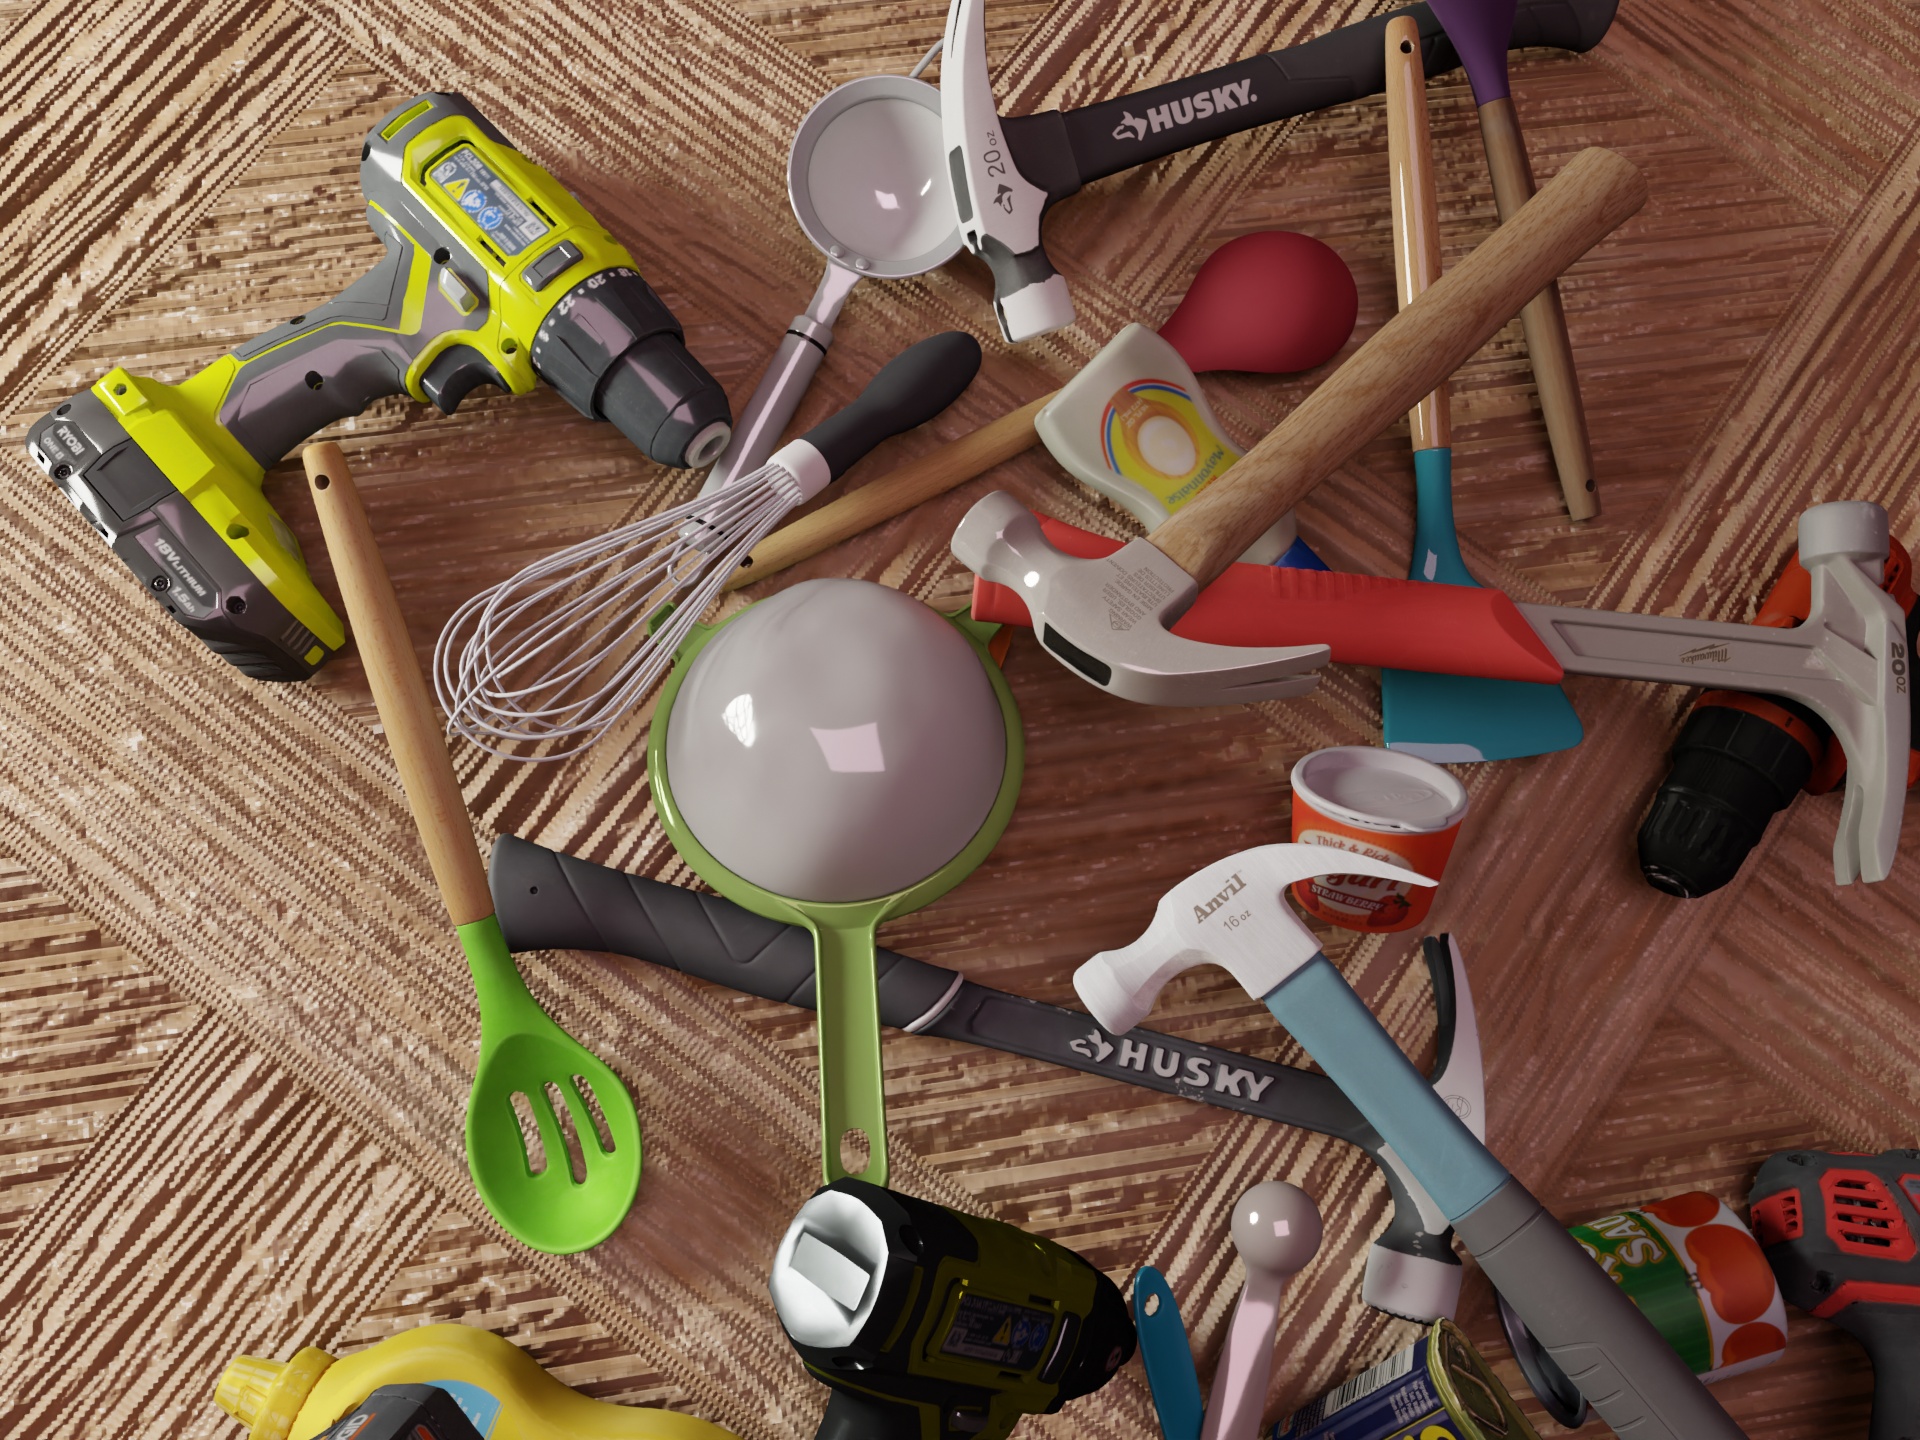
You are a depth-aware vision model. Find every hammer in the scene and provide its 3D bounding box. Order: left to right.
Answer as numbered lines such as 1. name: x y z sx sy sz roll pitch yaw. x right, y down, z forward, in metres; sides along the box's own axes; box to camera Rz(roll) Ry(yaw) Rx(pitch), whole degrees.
1. hammer: 0.011 0.112 0.629 0.409 0.036 0.149 15 77 0
2. hammer: 0.147 -0.285 0.693 0.335 0.035 0.146 -22 103 -14
3. hammer: 0.159 -0.124 0.615 0.331 0.031 0.130 -41 70 -18
4. hammer: 0.183 -0.027 0.618 0.359 0.036 0.149 6 80 0
5. hammer: 0.192 0.180 0.561 0.128 0.033 0.331 -41 78 8

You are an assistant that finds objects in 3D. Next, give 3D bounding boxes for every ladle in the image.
1. ladle: 0.036 -0.131 0.684 0.315 0.031 0.069 -28 79 -6

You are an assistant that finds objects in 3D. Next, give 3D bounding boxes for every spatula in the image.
1. spatula: 0.202 -0.142 0.671 0.082 0.044 0.317 -5 90 0
2. spatula: 0.239 -0.242 0.688 0.059 0.018 0.316 -14 92 -18

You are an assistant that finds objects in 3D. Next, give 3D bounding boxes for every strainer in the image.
1. strainer: -0.062 -0.171 0.679 0.087 0.050 0.258 28 84 -3
2. strainer: -0.045 0.046 0.590 0.151 0.069 0.257 -3 63 -4

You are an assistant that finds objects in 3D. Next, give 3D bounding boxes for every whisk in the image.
1. whisk: -0.087 -0.080 0.625 0.070 0.070 0.284 45 60 5

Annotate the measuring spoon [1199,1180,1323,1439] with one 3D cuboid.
1. measuring spoon: 0.108 0.233 0.585 0.034 0.018 0.124 14 83 2

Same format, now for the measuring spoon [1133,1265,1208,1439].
1. measuring spoon: 0.079 0.265 0.598 0.042 0.021 0.128 -15 93 -33

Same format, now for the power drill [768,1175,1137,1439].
1. power drill: -0.024 0.281 0.545 0.080 0.171 0.223 15 77 45

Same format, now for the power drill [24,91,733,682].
1. power drill: -0.224 -0.123 0.638 0.228 0.080 0.190 -42 80 -12

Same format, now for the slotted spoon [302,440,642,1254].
1. slotted spoon: -0.187 0.049 0.594 0.070 0.031 0.313 -16 97 7

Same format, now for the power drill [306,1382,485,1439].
1. power drill: -0.245 0.313 0.516 0.226 0.084 0.164 -36 92 14

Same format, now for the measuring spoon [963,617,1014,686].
1. measuring spoon: -0.001 -0.002 0.665 0.021 0.011 0.117 19 75 12

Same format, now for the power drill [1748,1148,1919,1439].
1. power drill: 0.399 0.273 0.576 0.188 0.080 0.227 4 63 4
